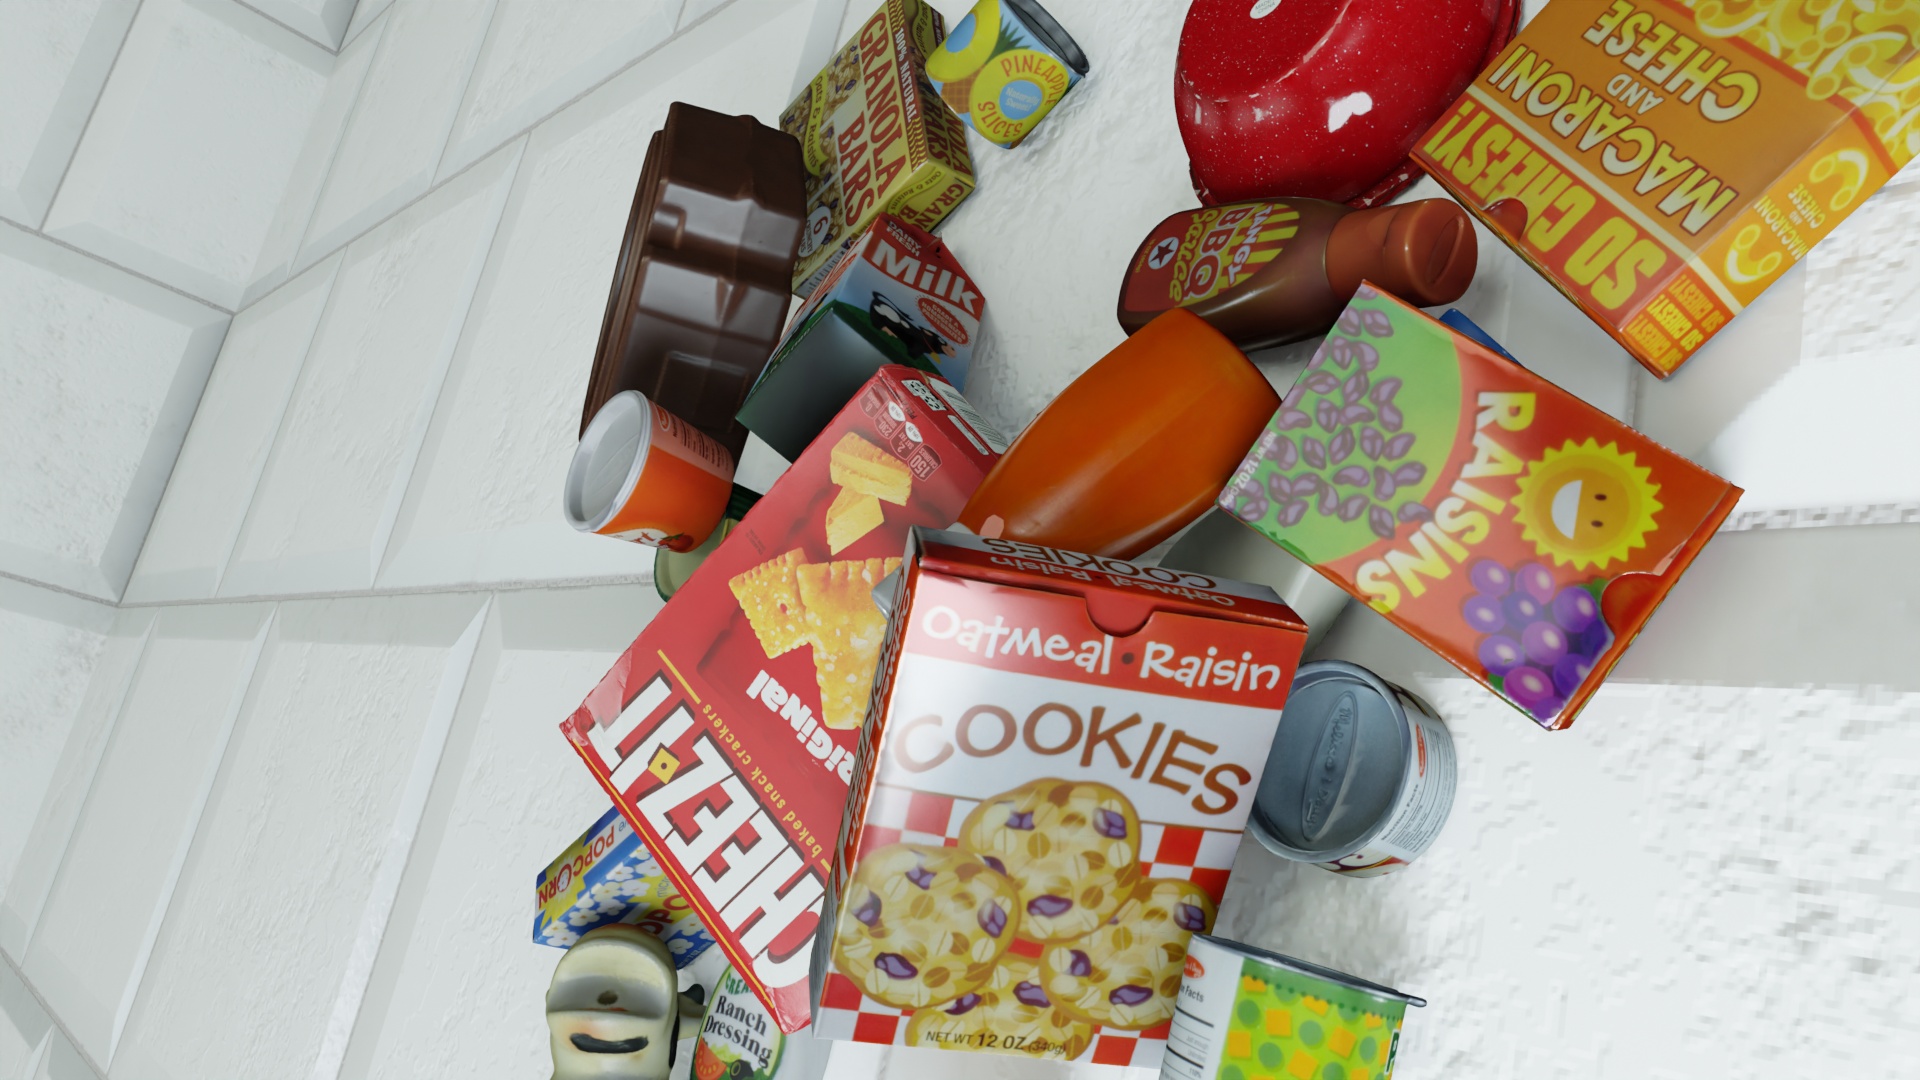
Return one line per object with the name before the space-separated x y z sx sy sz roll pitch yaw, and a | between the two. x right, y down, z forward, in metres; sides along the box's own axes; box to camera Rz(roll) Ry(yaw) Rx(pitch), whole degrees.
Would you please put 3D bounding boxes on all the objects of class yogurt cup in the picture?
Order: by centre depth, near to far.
yogurt cup | -0.140 -0.028 0.634 0.072 0.054 0.073 -27 51 39

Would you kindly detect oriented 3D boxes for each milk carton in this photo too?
milk carton | -0.041 -0.099 0.682 0.072 0.073 0.191 -44 16 24

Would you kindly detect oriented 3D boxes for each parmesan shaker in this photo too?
parmesan shaker | -0.088 0.013 0.681 0.071 0.103 0.071 -27 51 39

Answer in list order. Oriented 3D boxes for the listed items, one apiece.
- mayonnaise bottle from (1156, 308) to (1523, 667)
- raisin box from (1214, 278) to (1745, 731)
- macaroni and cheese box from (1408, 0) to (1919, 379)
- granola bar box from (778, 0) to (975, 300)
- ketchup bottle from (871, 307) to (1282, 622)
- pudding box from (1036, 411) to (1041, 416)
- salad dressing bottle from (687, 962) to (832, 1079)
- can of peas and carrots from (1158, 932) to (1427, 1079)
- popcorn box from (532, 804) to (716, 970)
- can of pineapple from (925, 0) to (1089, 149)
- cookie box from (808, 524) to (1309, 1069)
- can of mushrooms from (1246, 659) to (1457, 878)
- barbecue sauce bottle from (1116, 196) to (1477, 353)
mayonnaise bottle | 0.133 -0.014 0.488 0.147 0.041 0.065 -49 44 18
raisin box | 0.154 -0.012 0.424 0.123 0.040 0.086 38 100 26
macaroni and cheese box | 0.241 -0.151 0.436 0.166 0.040 0.124 -47 40 21
granola bar box | -0.054 -0.232 0.828 0.123 0.039 0.166 -36 46 33
ketchup bottle | 0.038 -0.014 0.474 0.149 0.043 0.065 -38 72 -11
pudding box | 0.070 -0.039 0.584 0.083 0.030 0.050 -19 58 43
salad dressing bottle | -0.077 0.190 0.619 0.064 0.044 0.148 6 75 42
can of peas and carrots | 0.098 0.156 0.417 0.071 0.071 0.059 3 73 50
popcorn box | -0.137 0.158 0.673 0.126 0.085 0.038 -42 42 28
can of pineapple | 0.024 -0.246 0.722 0.057 0.071 0.071 -42 43 27
cookie box | 0.027 0.087 0.446 0.040 0.123 0.166 -112 34 -69
can of mushrooms | 0.123 0.074 0.455 0.071 0.033 0.071 -26 53 40
barbecue sauce bottle | 0.124 -0.103 0.529 0.148 0.043 0.065 9 67 58
